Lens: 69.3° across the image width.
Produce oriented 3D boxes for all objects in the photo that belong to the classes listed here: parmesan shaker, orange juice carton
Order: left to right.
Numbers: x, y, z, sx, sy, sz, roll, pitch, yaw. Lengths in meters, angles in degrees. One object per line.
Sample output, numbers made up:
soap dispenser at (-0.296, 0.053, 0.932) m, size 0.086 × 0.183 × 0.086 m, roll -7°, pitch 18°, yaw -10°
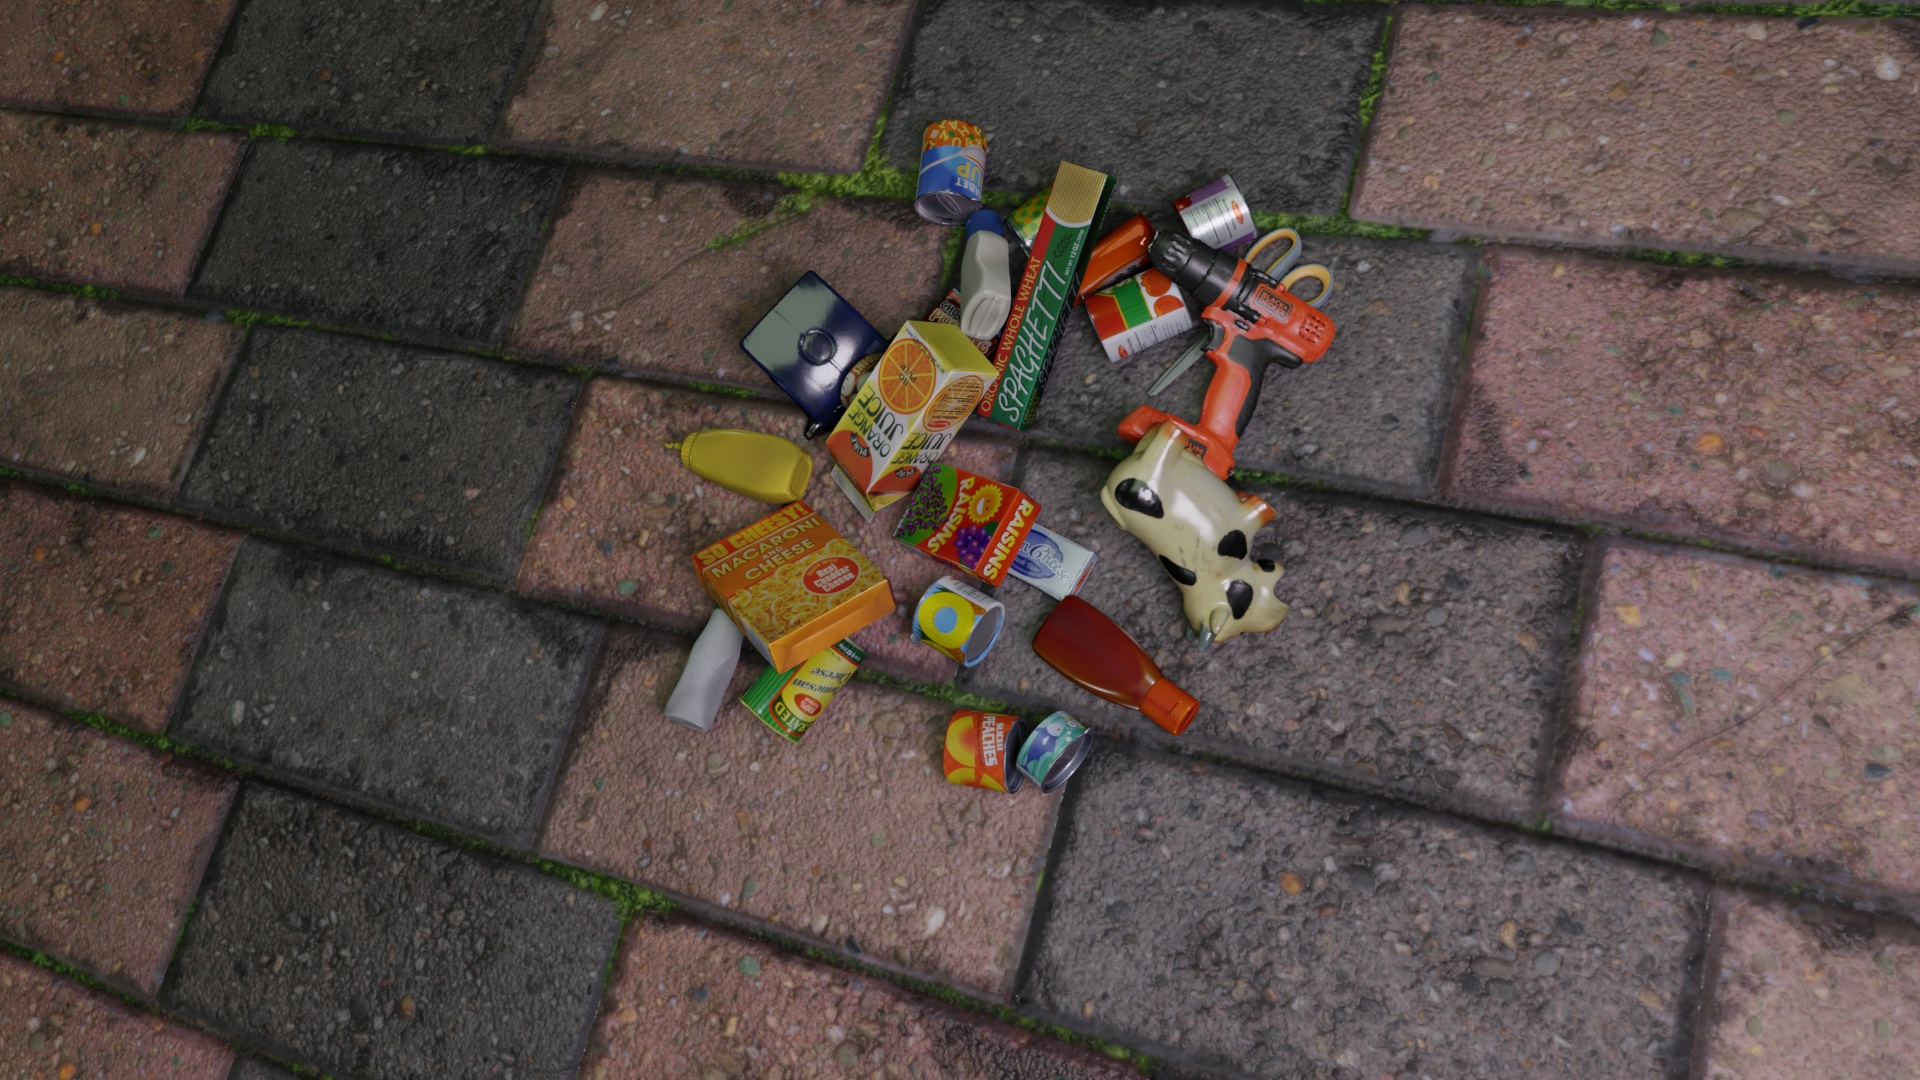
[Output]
parmesan shaker at (-0.144, 0.123, 1.270) m, size 0.071 × 0.071 × 0.103 m, roll 37°, pitch 87°, yaw 25°
orange juice carton at (-0.056, -0.108, 1.296) m, size 0.072 × 0.073 × 0.191 m, roll 51°, pitch 120°, yaw 24°

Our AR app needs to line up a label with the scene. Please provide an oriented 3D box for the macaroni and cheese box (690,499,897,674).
macaroni and cheese box at (-0.155, 0.039, 1.266) m, size 0.124 × 0.040 × 0.167 m, roll -29°, pitch 40°, yaw -21°

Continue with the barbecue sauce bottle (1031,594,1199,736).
barbecue sauce bottle at (0.136, 0.111, 1.196) m, size 0.149 × 0.043 × 0.065 m, roll 35°, pitch 86°, yaw 24°

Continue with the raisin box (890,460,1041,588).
raisin box at (0.005, -0.016, 1.261) m, size 0.123 × 0.040 × 0.086 m, roll 21°, pitch 78°, yaw 48°

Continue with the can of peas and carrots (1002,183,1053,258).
can of peas and carrots at (0.083, -0.302, 1.340) m, size 0.058 × 0.071 × 0.071 m, roll -35°, pitch 65°, yaw 4°

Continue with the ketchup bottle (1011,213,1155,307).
ketchup bottle at (0.119, -0.253, 1.315) m, size 0.148 × 0.065 × 0.043 m, roll -30°, pitch 93°, yaw 16°

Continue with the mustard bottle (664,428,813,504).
mustard bottle at (-0.225, -0.081, 1.378) m, size 0.160 × 0.048 × 0.065 m, roll 15°, pitch 78°, yaw 23°

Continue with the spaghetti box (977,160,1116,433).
spaghetti box at (0.079, -0.223, 1.287) m, size 0.050 × 0.029 × 0.249 m, roll 24°, pitch 103°, yaw 24°

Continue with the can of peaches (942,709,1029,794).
can of peaches at (0.022, 0.180, 1.196) m, size 0.058 × 0.071 × 0.071 m, roll 5°, pitch 74°, yaw 21°

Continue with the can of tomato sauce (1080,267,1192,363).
can of tomato sauce at (0.163, -0.212, 1.282) m, size 0.083 × 0.071 × 0.071 m, roll -23°, pitch 67°, yaw 10°

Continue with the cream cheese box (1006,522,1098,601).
cream cheese box at (0.067, 0.014, 1.262) m, size 0.104 × 0.024 × 0.053 m, roll 28°, pitch 82°, yaw 24°

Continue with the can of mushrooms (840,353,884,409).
can of mushrooms at (-0.081, -0.147, 1.340) m, size 0.033 × 0.071 × 0.071 m, roll 39°, pitch 88°, yaw 27°

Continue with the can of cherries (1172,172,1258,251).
can of cherries at (0.236, -0.298, 1.289) m, size 0.058 × 0.071 × 0.072 m, roll -26°, pitch 66°, yaw 10°

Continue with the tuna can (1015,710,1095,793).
tuna can at (0.081, 0.177, 1.179) m, size 0.033 × 0.071 × 0.071 m, roll 38°, pitch 87°, yaw 25°

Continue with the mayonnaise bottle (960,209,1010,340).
mayonnaise bottle at (0.024, -0.260, 1.331) m, size 0.041 × 0.064 × 0.149 m, roll 15°, pitch 46°, yaw -15°

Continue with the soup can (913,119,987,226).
soup can at (-0.006, -0.368, 1.391) m, size 0.071 × 0.071 × 0.084 m, roll 1°, pitch 73°, yaw 19°

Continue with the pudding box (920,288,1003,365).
pudding box at (0.006, -0.200, 1.350) m, size 0.049 × 0.030 × 0.084 m, roll -42°, pitch 65°, yaw 0°

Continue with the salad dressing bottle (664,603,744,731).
salad dressing bottle at (-0.231, 0.105, 1.314) m, size 0.044 × 0.064 × 0.148 m, roll 17°, pitch 70°, yaw 10°

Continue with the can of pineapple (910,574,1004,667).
can of pineapple at (-0.002, 0.074, 1.242) m, size 0.058 × 0.071 × 0.071 m, roll 27°, pitch 83°, yaw 24°
